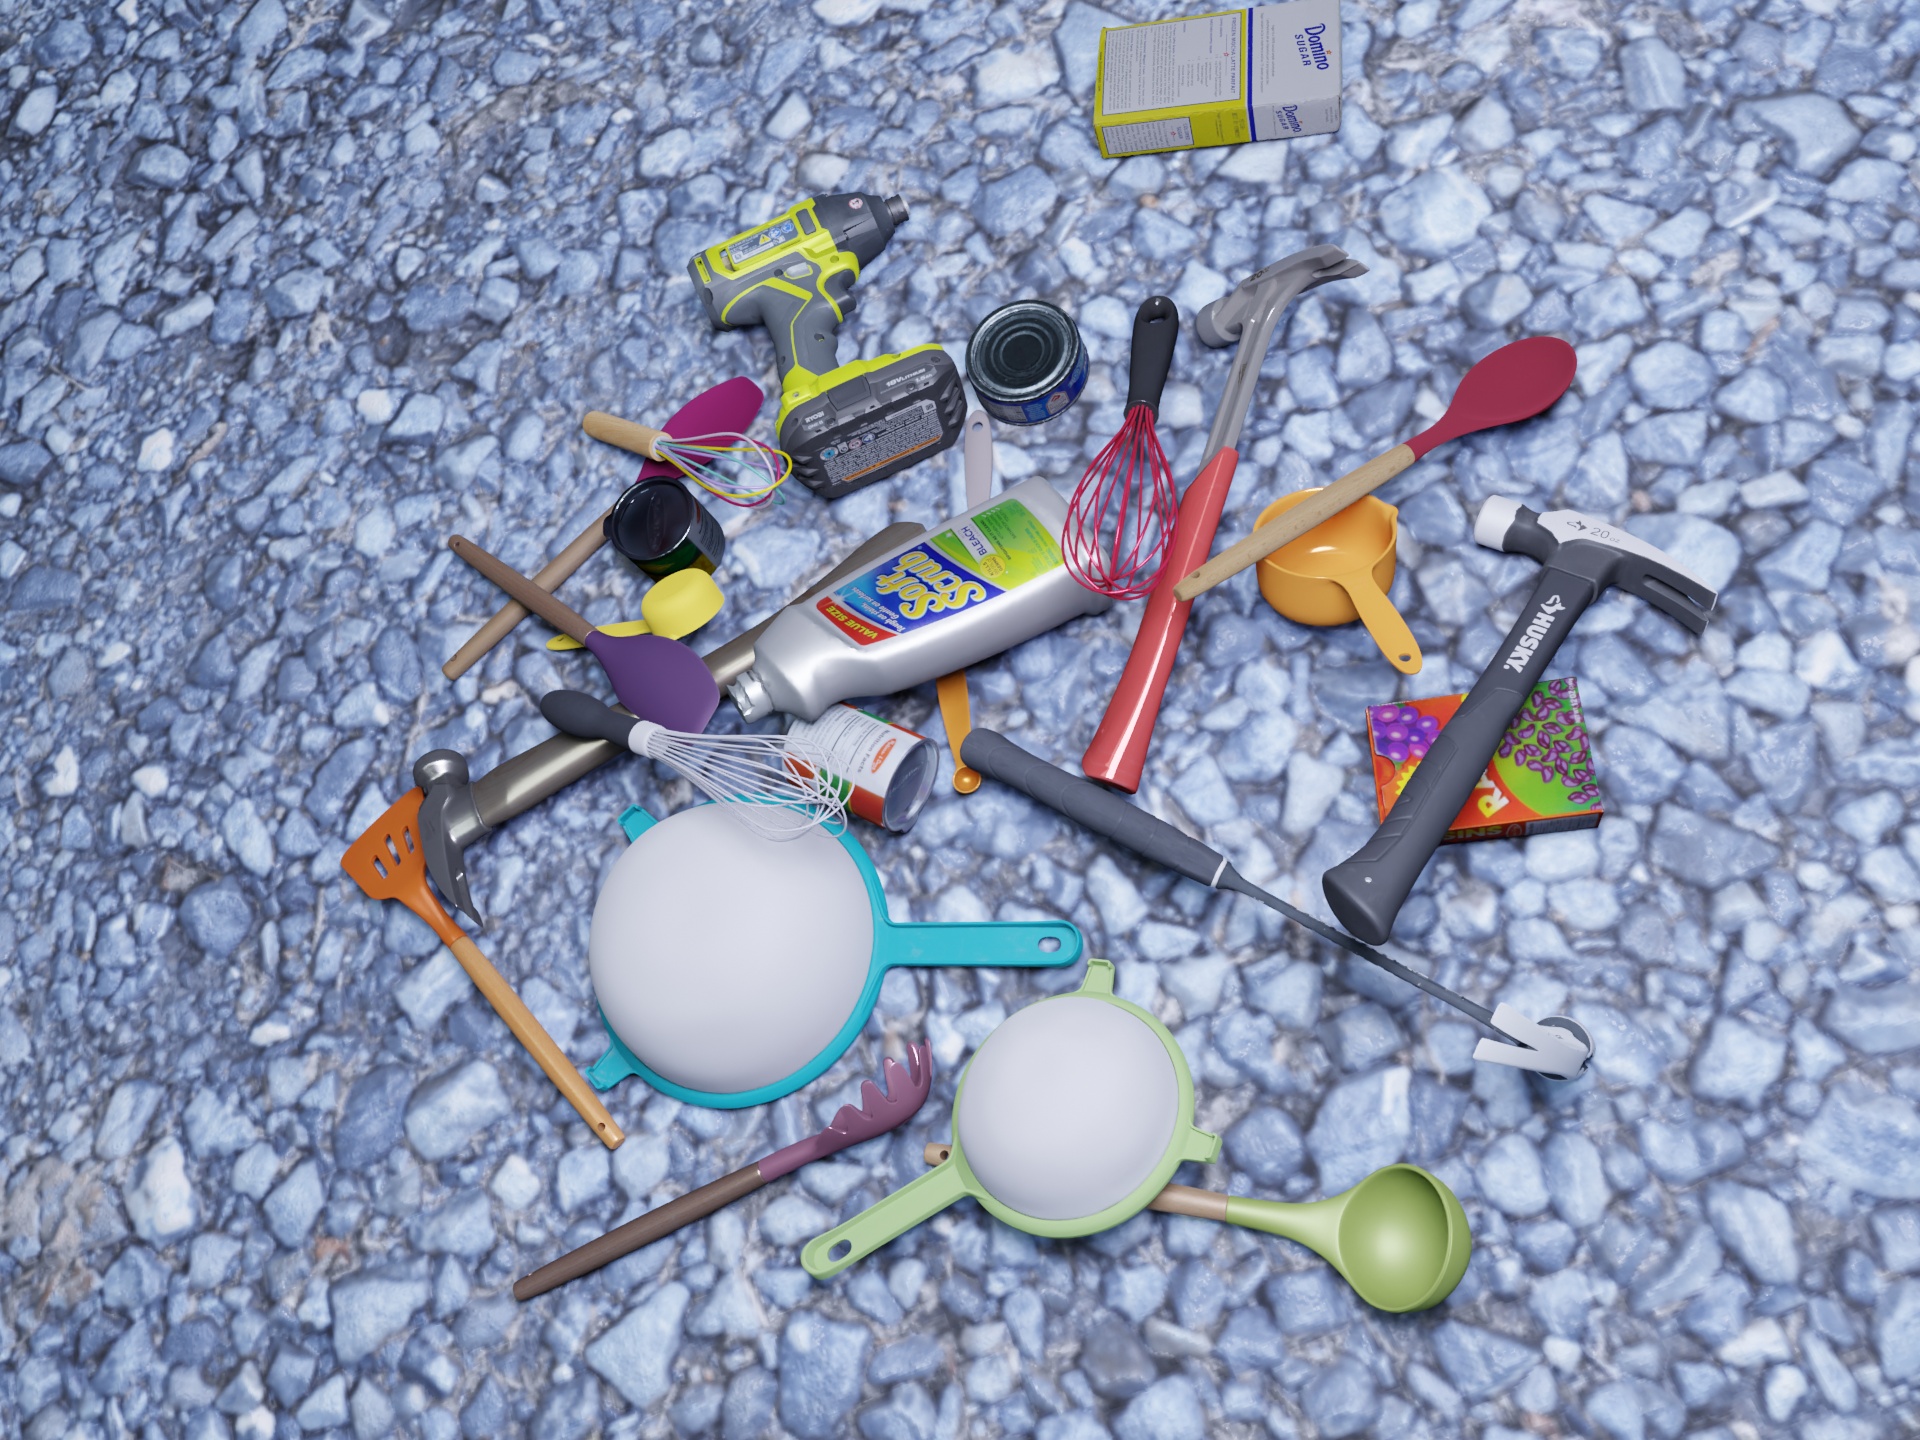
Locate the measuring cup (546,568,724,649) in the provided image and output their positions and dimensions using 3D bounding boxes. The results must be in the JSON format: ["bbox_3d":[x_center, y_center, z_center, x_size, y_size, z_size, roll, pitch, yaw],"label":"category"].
[{"bbox_3d":[-0.241,-0.077,1.142,0.156,0.029,0.062,-9,34,25],"label":"measuring cup"}]

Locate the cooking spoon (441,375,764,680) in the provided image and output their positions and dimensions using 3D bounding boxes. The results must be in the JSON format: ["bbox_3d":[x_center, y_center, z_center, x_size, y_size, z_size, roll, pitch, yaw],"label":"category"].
[{"bbox_3d":[-0.270,-0.143,1.196,0.319,0.017,0.069,-43,54,-2],"label":"cooking spoon"}]

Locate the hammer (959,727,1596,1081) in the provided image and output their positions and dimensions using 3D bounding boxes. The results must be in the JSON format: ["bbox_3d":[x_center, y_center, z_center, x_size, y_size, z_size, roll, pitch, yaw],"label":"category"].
[{"bbox_3d":[0.163,0.098,0.930,0.409,0.149,0.036,27,93,31],"label":"hammer"}]

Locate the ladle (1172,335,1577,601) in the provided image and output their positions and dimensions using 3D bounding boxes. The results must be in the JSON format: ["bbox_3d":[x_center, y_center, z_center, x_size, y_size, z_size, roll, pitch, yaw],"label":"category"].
[{"bbox_3d":[0.259,-0.154,0.989,0.315,0.031,0.069,-32,40,-15],"label":"ladle"}]

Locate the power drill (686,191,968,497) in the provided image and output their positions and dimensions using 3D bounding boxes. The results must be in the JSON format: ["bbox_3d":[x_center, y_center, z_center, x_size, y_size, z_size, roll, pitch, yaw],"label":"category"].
[{"bbox_3d":[-0.088,-0.287,1.161,0.171,0.080,0.223,-24,63,0],"label":"power drill"}]

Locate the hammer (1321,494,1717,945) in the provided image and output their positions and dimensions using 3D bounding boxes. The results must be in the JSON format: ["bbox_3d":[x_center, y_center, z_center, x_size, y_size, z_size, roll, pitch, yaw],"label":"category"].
[{"bbox_3d":[0.301,-0.002,0.893,0.146,0.035,0.335,25,56,27],"label":"hammer"}]

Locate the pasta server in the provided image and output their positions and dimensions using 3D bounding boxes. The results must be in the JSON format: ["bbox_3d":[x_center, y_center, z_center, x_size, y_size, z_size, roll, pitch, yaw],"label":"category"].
[{"bbox_3d":[-0.149,0.286,0.994,0.316,0.060,0.040,-28,88,9],"label":"pasta server"}]

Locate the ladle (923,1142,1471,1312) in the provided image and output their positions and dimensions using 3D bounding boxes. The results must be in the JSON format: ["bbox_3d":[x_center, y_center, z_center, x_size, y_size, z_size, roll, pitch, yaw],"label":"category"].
[{"bbox_3d":[0.124,0.272,0.907,0.320,0.062,0.078,5,68,21],"label":"ladle"}]

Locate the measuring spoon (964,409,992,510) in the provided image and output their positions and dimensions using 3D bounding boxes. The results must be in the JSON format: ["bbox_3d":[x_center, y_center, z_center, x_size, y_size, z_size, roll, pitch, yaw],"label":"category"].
[{"bbox_3d":[0.011,-0.167,1.119,0.034,0.018,0.124,-6,69,15],"label":"measuring spoon"}]

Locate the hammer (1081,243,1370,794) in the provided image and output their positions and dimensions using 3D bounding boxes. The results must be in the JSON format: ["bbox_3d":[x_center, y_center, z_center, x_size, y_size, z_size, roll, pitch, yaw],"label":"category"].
[{"bbox_3d":[0.155,-0.126,1.011,0.036,0.149,0.359,24,79,-23],"label":"hammer"}]

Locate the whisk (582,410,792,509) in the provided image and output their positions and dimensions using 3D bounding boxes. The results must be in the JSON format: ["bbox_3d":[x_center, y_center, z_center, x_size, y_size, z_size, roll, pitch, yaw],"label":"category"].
[{"bbox_3d":[-0.201,-0.195,1.152,0.245,0.051,0.047,24,86,43],"label":"whisk"}]

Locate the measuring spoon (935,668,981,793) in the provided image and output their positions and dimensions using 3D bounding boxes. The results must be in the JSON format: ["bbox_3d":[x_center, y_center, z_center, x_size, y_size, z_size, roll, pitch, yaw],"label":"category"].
[{"bbox_3d":[-0.002,-0.003,1.071,0.021,0.011,0.117,-15,64,11],"label":"measuring spoon"}]

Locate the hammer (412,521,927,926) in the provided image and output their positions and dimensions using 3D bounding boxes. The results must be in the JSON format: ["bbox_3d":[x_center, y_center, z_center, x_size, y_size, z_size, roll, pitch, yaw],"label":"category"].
[{"bbox_3d":[-0.191,-0.012,1.101,0.410,0.038,0.146,-30,50,2],"label":"hammer"}]

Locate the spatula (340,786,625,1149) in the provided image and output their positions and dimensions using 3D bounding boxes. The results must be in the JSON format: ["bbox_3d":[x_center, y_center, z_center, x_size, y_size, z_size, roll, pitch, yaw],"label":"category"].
[{"bbox_3d":[-0.328,0.172,1.099,0.081,0.041,0.323,-44,69,-3],"label":"spatula"}]

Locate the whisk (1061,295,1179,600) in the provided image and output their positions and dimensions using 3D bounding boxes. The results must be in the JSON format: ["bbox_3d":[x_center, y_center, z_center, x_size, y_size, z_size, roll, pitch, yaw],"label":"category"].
[{"bbox_3d":[0.115,-0.187,1.033,0.073,0.073,0.296,-1,48,17],"label":"whisk"}]

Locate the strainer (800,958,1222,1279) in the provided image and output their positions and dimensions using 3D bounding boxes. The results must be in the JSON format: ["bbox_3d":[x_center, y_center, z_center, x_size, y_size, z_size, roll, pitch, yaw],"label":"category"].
[{"bbox_3d":[0.010,0.242,0.920,0.256,0.069,0.152,-31,48,0],"label":"strainer"}]

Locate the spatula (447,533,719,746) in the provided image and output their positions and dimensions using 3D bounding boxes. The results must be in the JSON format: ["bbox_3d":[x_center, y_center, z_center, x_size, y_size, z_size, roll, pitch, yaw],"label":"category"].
[{"bbox_3d":[-0.276,-0.071,1.137,0.316,0.018,0.060,31,92,34],"label":"spatula"}]

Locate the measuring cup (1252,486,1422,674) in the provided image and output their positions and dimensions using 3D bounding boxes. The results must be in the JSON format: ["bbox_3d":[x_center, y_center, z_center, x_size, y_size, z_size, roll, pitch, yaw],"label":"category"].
[{"bbox_3d":[0.239,-0.071,0.970,0.095,0.052,0.174,-17,47,-2],"label":"measuring cup"}]

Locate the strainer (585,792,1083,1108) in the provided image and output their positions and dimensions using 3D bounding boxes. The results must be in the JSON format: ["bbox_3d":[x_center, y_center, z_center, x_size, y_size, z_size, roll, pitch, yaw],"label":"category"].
[{"bbox_3d":[-0.098,0.134,1.001,0.340,0.095,0.211,-3,70,17],"label":"strainer"}]

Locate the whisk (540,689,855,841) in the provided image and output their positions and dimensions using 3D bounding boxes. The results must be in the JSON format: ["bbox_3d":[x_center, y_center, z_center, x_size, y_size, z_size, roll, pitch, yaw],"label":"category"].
[{"bbox_3d":[-0.178,0.021,1.020,0.285,0.070,0.070,16,76,37],"label":"whisk"}]
